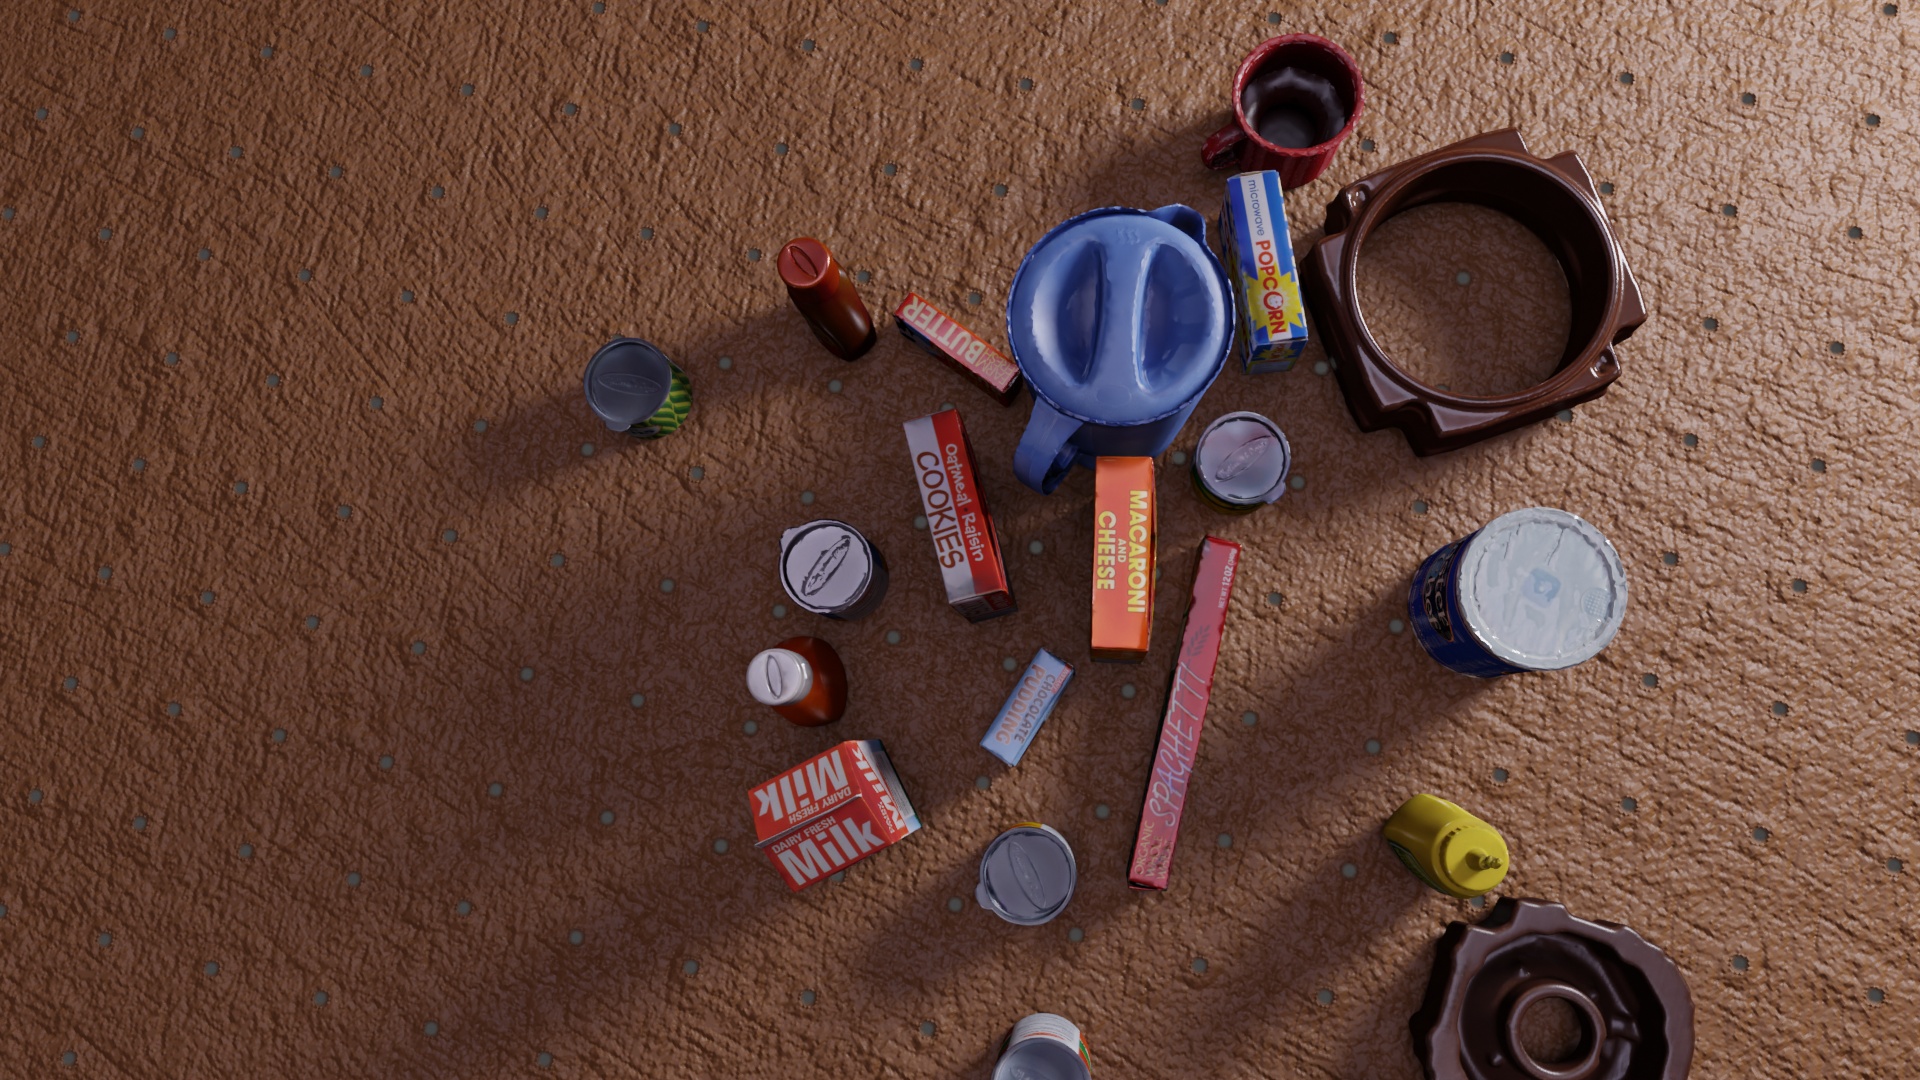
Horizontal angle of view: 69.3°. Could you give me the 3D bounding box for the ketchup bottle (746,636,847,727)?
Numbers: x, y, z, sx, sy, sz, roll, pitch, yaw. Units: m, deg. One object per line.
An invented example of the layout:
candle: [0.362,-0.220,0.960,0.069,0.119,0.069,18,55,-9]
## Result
ketchup bottle: [-0.112,0.096,0.956,0.043,0.148,0.065,-13,81,3]

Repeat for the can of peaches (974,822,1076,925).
can of peaches: [0.046,0.232,0.968,0.071,0.058,0.071,-1,82,5]

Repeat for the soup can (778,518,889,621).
soup can: [-0.091,0.021,0.998,0.071,0.083,0.071,-1,82,5]

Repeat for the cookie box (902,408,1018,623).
cookie box: [0.003,-0.012,0.952,0.040,0.167,0.123,-16,81,3]

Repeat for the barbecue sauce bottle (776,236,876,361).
barbecue sauce bottle: [-0.098,-0.175,0.994,0.044,0.148,0.065,-39,81,-1]

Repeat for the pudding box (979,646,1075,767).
pudding box: [0.049,0.119,0.989,0.030,0.049,0.084,32,86,8]

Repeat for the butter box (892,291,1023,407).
butter box: [-0.001,-0.141,1.029,0.103,0.053,0.024,36,87,9]

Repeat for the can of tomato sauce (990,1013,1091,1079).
can of tomato sauce: [0.055,0.362,0.936,0.071,0.083,0.071,-1,82,5]

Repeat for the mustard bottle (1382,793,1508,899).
mustard bottle: [0.319,0.200,0.898,0.049,0.160,0.065,-43,81,-2]

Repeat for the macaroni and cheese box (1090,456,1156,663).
macaroni and cheese box: [0.109,0.018,0.939,0.040,0.166,0.124,2,82,5]

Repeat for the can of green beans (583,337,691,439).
can of green beans: [-0.241,-0.113,1.043,0.071,0.058,0.071,-1,82,5]

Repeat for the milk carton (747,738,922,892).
milk carton: [-0.083,0.179,0.920,0.072,0.190,0.073,-27,81,1]

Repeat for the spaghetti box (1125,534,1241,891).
spaghetti box: [0.157,0.121,0.979,0.029,0.050,0.250,13,83,7]

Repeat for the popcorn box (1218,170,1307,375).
popcorn box: [0.216,-0.191,1.002,0.038,0.085,0.127,-8,81,4]

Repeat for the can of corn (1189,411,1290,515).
can of corn: [0.201,-0.052,0.997,0.071,0.058,0.071,-1,82,5]
